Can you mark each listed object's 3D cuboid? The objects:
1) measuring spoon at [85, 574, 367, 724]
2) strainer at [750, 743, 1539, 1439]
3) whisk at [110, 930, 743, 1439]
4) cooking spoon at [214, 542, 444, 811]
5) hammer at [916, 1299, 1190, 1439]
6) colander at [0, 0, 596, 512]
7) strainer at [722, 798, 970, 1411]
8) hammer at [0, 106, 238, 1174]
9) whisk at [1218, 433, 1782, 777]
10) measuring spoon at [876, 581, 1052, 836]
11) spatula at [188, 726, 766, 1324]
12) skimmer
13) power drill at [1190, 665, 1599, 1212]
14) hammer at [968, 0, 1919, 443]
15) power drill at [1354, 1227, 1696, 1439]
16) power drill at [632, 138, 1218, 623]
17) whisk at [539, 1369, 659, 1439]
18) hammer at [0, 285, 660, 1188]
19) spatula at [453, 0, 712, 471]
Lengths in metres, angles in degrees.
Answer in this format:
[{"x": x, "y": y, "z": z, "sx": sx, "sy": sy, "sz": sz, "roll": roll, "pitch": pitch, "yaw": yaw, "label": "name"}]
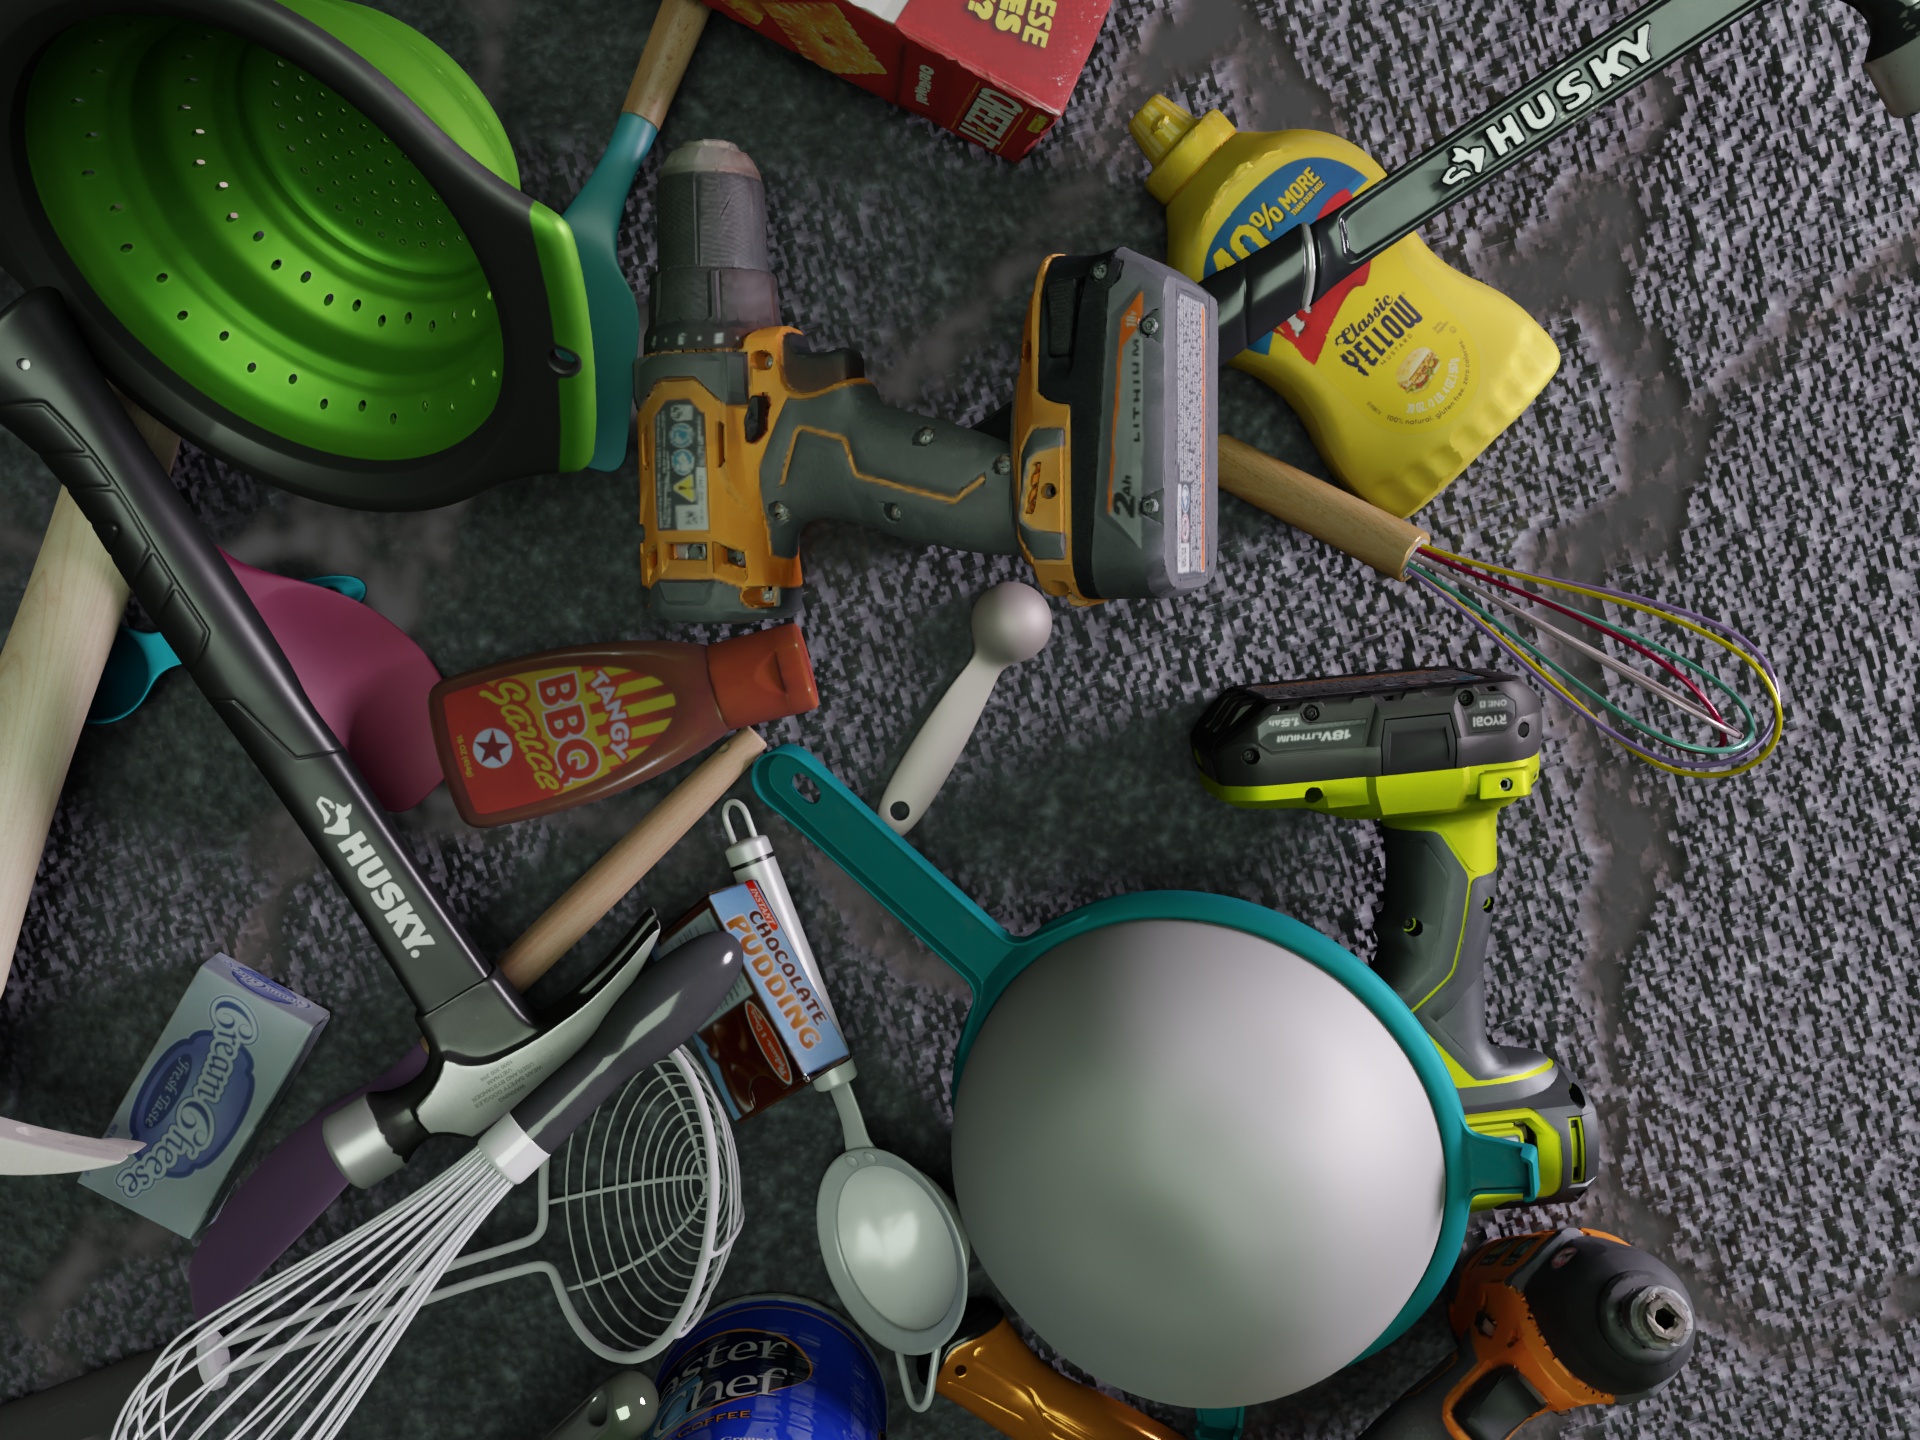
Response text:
[{"x": -0.305, "y": -0.034, "z": 0.650, "sx": 0.128, "sy": 0.021, "sz": 0.042, "roll": -20, "pitch": 92, "yaw": -11, "label": "measuring spoon"}, {"x": 0.031, "y": 0.136, "z": 0.607, "sx": 0.340, "sy": 0.095, "sz": 0.211, "roll": 42, "pitch": 116, "yaw": 7, "label": "strainer"}, {"x": -0.187, "y": 0.177, "z": 0.575, "sx": 0.284, "sy": 0.070, "sz": 0.070, "roll": -44, "pitch": 95, "yaw": -14, "label": "whisk"}, {"x": -0.307, "y": -0.084, "z": 0.588, "sx": 0.318, "sy": 0.017, "sz": 0.069, "roll": 51, "pitch": 63, "yaw": -26, "label": "cooking spoon"}, {"x": 0.127, "y": 0.353, "z": 0.685, "sx": 0.337, "sy": 0.034, "sz": 0.127, "roll": 31, "pitch": 90, "yaw": -4, "label": "hammer"}, {"x": -0.300, "y": -0.201, "z": 0.560, "sx": 0.397, "sy": 0.204, "sz": 0.095, "roll": 16, "pitch": 51, "yaw": 5, "label": "colander"}, {"x": -0.048, "y": 0.153, "z": 0.660, "sx": 0.087, "sy": 0.050, "sz": 0.258, "roll": -22, "pitch": 89, "yaw": 42, "label": "strainer"}, {"x": -0.336, "y": -0.034, "z": 0.614, "sx": 0.146, "sy": 0.038, "sz": 0.411, "roll": 17, "pitch": 86, "yaw": -10, "label": "hammer"}, {"x": 0.191, "y": -0.049, "z": 0.609, "sx": 0.245, "sy": 0.047, "sz": 0.051, "roll": 34, "pitch": 61, "yaw": 28, "label": "whisk"}, {"x": -0.001, "y": -0.002, "z": 0.664, "sx": 0.034, "sy": 0.018, "sz": 0.124, "roll": 30, "pitch": 92, "yaw": -5, "label": "measuring spoon"}, {"x": -0.197, "y": 0.116, "z": 0.649, "sx": 0.316, "sy": 0.060, "sz": 0.018, "roll": -45, "pitch": 127, "yaw": -5, "label": "spatula"}, {"x": -0.254, "y": 0.229, "z": 0.628, "sx": 0.363, "sy": 0.090, "sz": 0.127, "roll": -20, "pitch": 62, "yaw": 1, "label": "skimmer"}, {"x": 0.165, "y": 0.096, "z": 0.652, "sx": 0.171, "sy": 0.080, "sz": 0.223, "roll": -6, "pitch": 97, "yaw": -2, "label": "power drill"}, {"x": 0.143, "y": -0.184, "z": 0.588, "sx": 0.409, "sy": 0.036, "sz": 0.149, "roll": -30, "pitch": 98, "yaw": 19, "label": "hammer"}, {"x": 0.177, "y": 0.279, "z": 0.598, "sx": 0.226, "sy": 0.164, "sz": 0.084, "roll": -38, "pitch": 74, "yaw": -13, "label": "power drill"}, {"x": -0.023, "y": -0.128, "z": 0.593, "sx": 0.226, "sy": 0.084, "sz": 0.185, "roll": 2, "pitch": 97, "yaw": 24, "label": "power drill"}, {"x": -0.201, "y": 0.332, "z": 0.628, "sx": 0.246, "sy": 0.058, "sz": 0.059, "roll": -45, "pitch": 130, "yaw": 17, "label": "whisk"}, {"x": -0.243, "y": 0.000, "z": 0.580, "sx": 0.146, "sy": 0.035, "sz": 0.334, "roll": -31, "pitch": 104, "yaw": -10, "label": "hammer"}, {"x": -0.121, "y": -0.261, "z": 0.642, "sx": 0.082, "sy": 0.044, "sz": 0.317, "roll": 22, "pitch": 87, "yaw": -4, "label": "spatula"}]
